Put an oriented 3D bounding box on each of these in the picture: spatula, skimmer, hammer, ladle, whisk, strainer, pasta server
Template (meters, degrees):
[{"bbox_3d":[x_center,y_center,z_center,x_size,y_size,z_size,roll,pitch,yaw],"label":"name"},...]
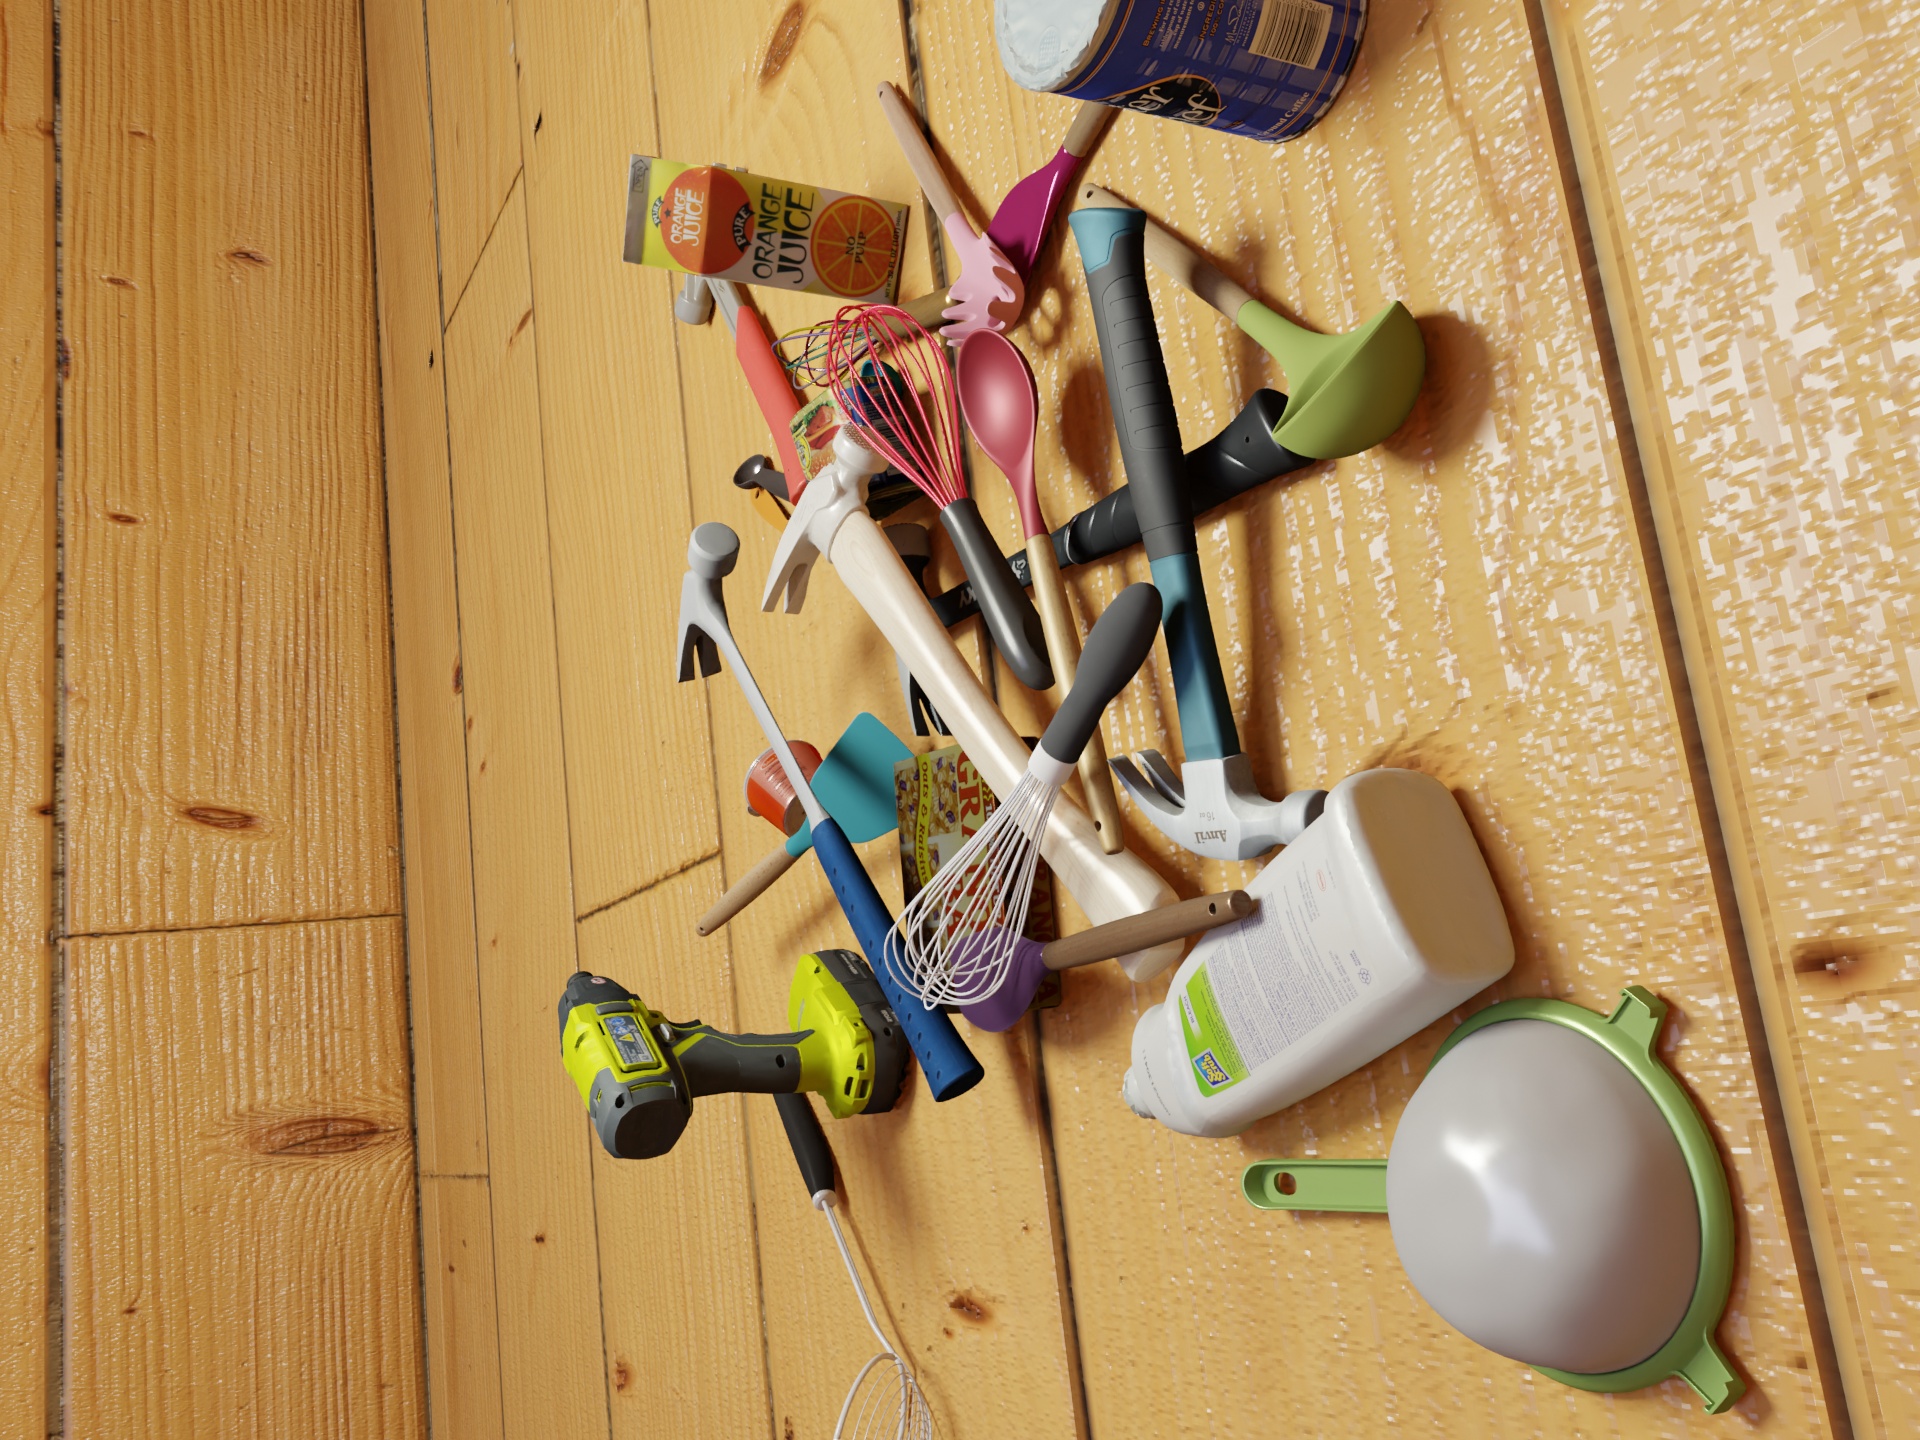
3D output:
[{"bbox_3d":[-0.125,0.098,1.176,0.082,0.044,0.317,47,139,-2],"label":"spatula"},{"bbox_3d":[-0.107,0.410,1.154,0.364,0.090,0.127,-121,10,-45],"label":"skimmer"},{"bbox_3d":[-0.002,-0.003,0.945,0.411,0.038,0.146,54,127,35],"label":"hammer"},{"bbox_3d":[-0.166,-0.308,1.310,0.149,0.036,0.359,-64,38,38],"label":"hammer"},{"bbox_3d":[-0.095,0.064,1.044,0.406,0.035,0.144,60,150,24],"label":"hammer"},{"bbox_3d":[0.048,-0.077,0.874,0.069,0.031,0.316,-44,53,56],"label":"ladle"},{"bbox_3d":[0.123,-0.218,0.787,0.078,0.062,0.321,-48,40,13],"label":"ladle"},{"bbox_3d":[-0.063,-0.274,1.134,0.245,0.051,0.047,1,112,56],"label":"whisk"},{"bbox_3d":[0.034,0.046,0.830,0.070,0.070,0.284,58,131,43],"label":"whisk"},{"bbox_3d":[0.103,-0.094,0.785,0.128,0.033,0.331,-12,89,55],"label":"hammer"},{"bbox_3d":[0.186,0.198,0.660,0.256,0.069,0.151,-24,69,56],"label":"strainer"},{"bbox_3d":[-0.017,-0.339,1.030,0.060,0.040,0.317,-54,40,33],"label":"pasta server"},{"bbox_3d":[-0.010,-0.139,0.945,0.073,0.073,0.296,-54,53,46],"label":"whisk"},{"bbox_3d":[0.059,-0.095,0.919,0.409,0.036,0.149,-21,73,58],"label":"hammer"},{"bbox_3d":[0.061,0.123,0.838,0.316,0.018,0.060,-34,64,61],"label":"spatula"}]

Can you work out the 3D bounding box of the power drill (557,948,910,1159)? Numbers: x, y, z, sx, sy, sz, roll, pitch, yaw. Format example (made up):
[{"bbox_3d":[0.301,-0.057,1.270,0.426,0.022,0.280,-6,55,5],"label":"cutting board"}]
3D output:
[{"bbox_3d":[-0.164,0.223,1.118,0.171,0.223,0.080,43,127,52],"label":"power drill"}]

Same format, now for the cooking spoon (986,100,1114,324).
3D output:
[{"bbox_3d":[0.077,-0.345,0.903,0.318,0.017,0.069,-54,43,47],"label":"cooking spoon"}]

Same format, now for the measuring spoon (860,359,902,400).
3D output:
[{"bbox_3d":[-0.068,-0.227,1.164,0.128,0.021,0.042,-28,80,67],"label":"measuring spoon"}]

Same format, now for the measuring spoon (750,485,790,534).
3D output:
[{"bbox_3d":[-0.153,-0.173,1.318,0.117,0.011,0.021,48,121,54],"label":"measuring spoon"}]

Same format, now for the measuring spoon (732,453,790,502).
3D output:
[{"bbox_3d":[-0.149,-0.191,1.302,0.034,0.018,0.124,-50,39,-7],"label":"measuring spoon"}]
